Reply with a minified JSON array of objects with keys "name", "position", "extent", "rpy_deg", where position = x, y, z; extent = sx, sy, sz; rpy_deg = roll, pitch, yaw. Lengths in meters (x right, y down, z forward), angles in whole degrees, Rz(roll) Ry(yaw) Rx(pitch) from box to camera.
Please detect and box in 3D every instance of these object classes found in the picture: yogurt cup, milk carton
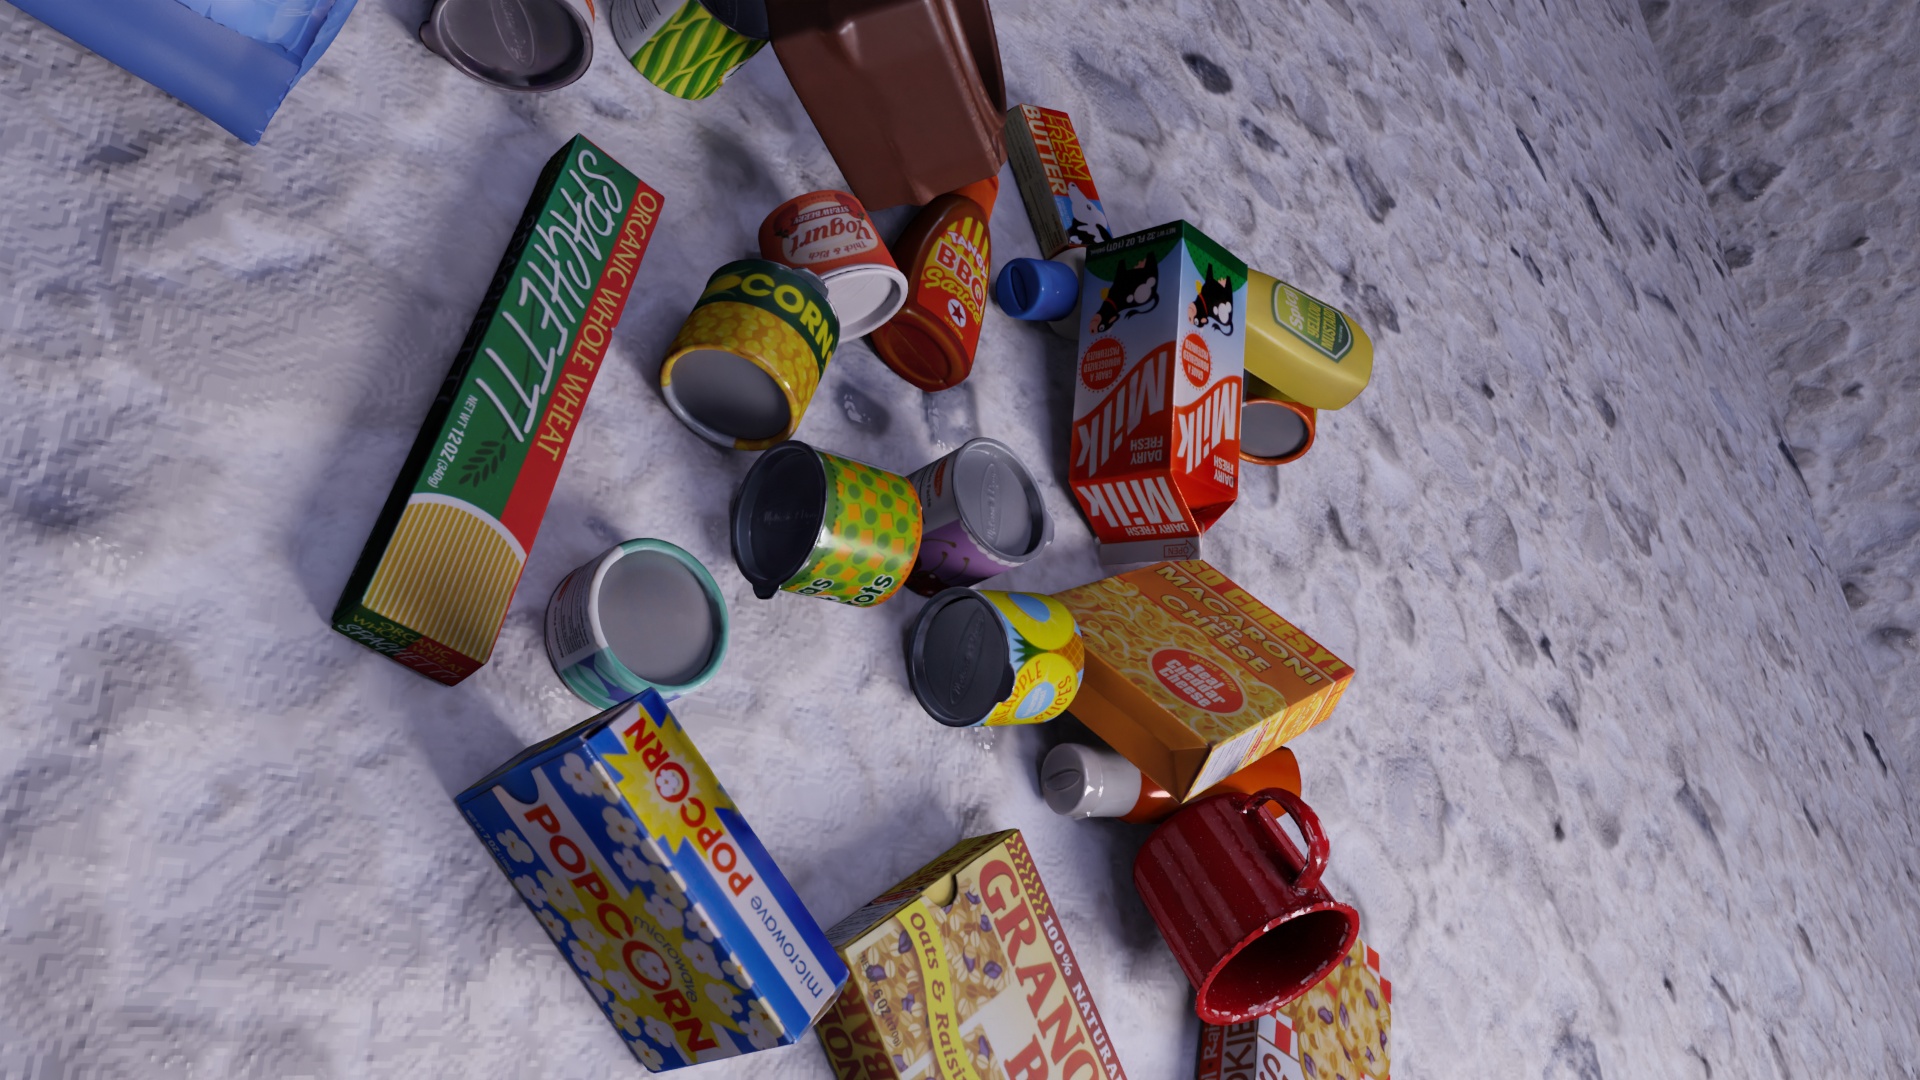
[{"name":"yogurt cup","position":[-0.066,-0.135,0.684],"extent":[0.072,0.072,0.054],"rpy_deg":[-1,63,-48]},{"name":"milk carton","position":[0.116,-0.080,0.811],"extent":[0.073,0.072,0.191],"rpy_deg":[19,72,-45]}]

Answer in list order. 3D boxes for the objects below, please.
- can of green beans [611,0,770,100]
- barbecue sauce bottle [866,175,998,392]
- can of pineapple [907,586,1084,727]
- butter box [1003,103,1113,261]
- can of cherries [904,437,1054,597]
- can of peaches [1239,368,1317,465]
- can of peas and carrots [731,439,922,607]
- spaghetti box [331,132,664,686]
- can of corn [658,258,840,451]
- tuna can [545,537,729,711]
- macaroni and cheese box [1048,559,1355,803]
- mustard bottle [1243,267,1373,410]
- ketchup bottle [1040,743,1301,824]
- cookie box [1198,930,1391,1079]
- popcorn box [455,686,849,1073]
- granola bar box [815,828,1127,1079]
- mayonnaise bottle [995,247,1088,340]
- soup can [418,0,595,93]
[{"name":"can of green beans","position":[-0.129,-0.261,0.685],"extent":[0.071,0.057,0.071],"rpy_deg":[24,54,-38]},{"name":"barbecue sauce bottle","position":[-0.009,-0.154,0.769],"extent":[0.064,0.043,0.149],"rpy_deg":[46,42,-35]},{"name":"can of pineapple","position":[0.018,0.058,0.669],"extent":[0.058,0.070,0.071],"rpy_deg":[6,66,-46]},{"name":"butter box","position":[0.062,-0.231,0.901],"extent":[0.053,0.024,0.103],"rpy_deg":[-8,77,-48]},{"name":"can of cherries","position":[0.002,-0.009,0.694],"extent":[0.071,0.058,0.072],"rpy_deg":[25,52,-37]},{"name":"can of peaches","position":[0.216,-0.093,0.959],"extent":[0.071,0.071,0.058],"rpy_deg":[40,46,-26]},{"name":"can of peas and carrots","position":[-0.059,-0.004,0.620],"extent":[0.059,0.070,0.071],"rpy_deg":[16,60,-43]},{"name":"spaghetti box","position":[-0.176,-0.064,0.554],"extent":[0.050,0.028,0.251],"rpy_deg":[35,48,-32]},{"name":"can of corn","position":[-0.092,-0.083,0.621],"extent":[0.071,0.071,0.058],"rpy_deg":[41,46,-25]},{"name":"tuna can","position":[-0.125,0.035,0.553],"extent":[0.071,0.032,0.071],"rpy_deg":[23,55,-37]},{"name":"macaroni and cheese box","position":[0.121,0.067,0.751],"extent":[0.124,0.040,0.167],"rpy_deg":[39,30,28]},{"name":"mustard bottle","position":[0.193,-0.142,0.899],"extent":[0.160,0.048,0.065],"rpy_deg":[25,52,-16]},{"name":"ketchup bottle","position":[0.111,0.129,0.739],"extent":[0.149,0.064,0.043],"rpy_deg":[8,65,-36]},{"name":"cookie box","position":[0.182,0.284,0.749],"extent":[0.123,0.040,0.168],"rpy_deg":[39,45,-26]},{"name":"popcorn box","position":[-0.108,0.122,0.486],"extent":[0.126,0.085,0.038],"rpy_deg":[57,39,-7]},{"name":"granola bar box","position":[0.011,0.225,0.596],"extent":[0.125,0.039,0.165],"rpy_deg":[-21,86,-50]},{"name":"mayonnaise bottle","position":[0.082,-0.154,0.868],"extent":[0.148,0.041,0.065],"rpy_deg":[-7,80,-49]},{"name":"soup can","position":[-0.195,-0.250,0.605],"extent":[0.071,0.071,0.084],"rpy_deg":[19,56,-40]}]
